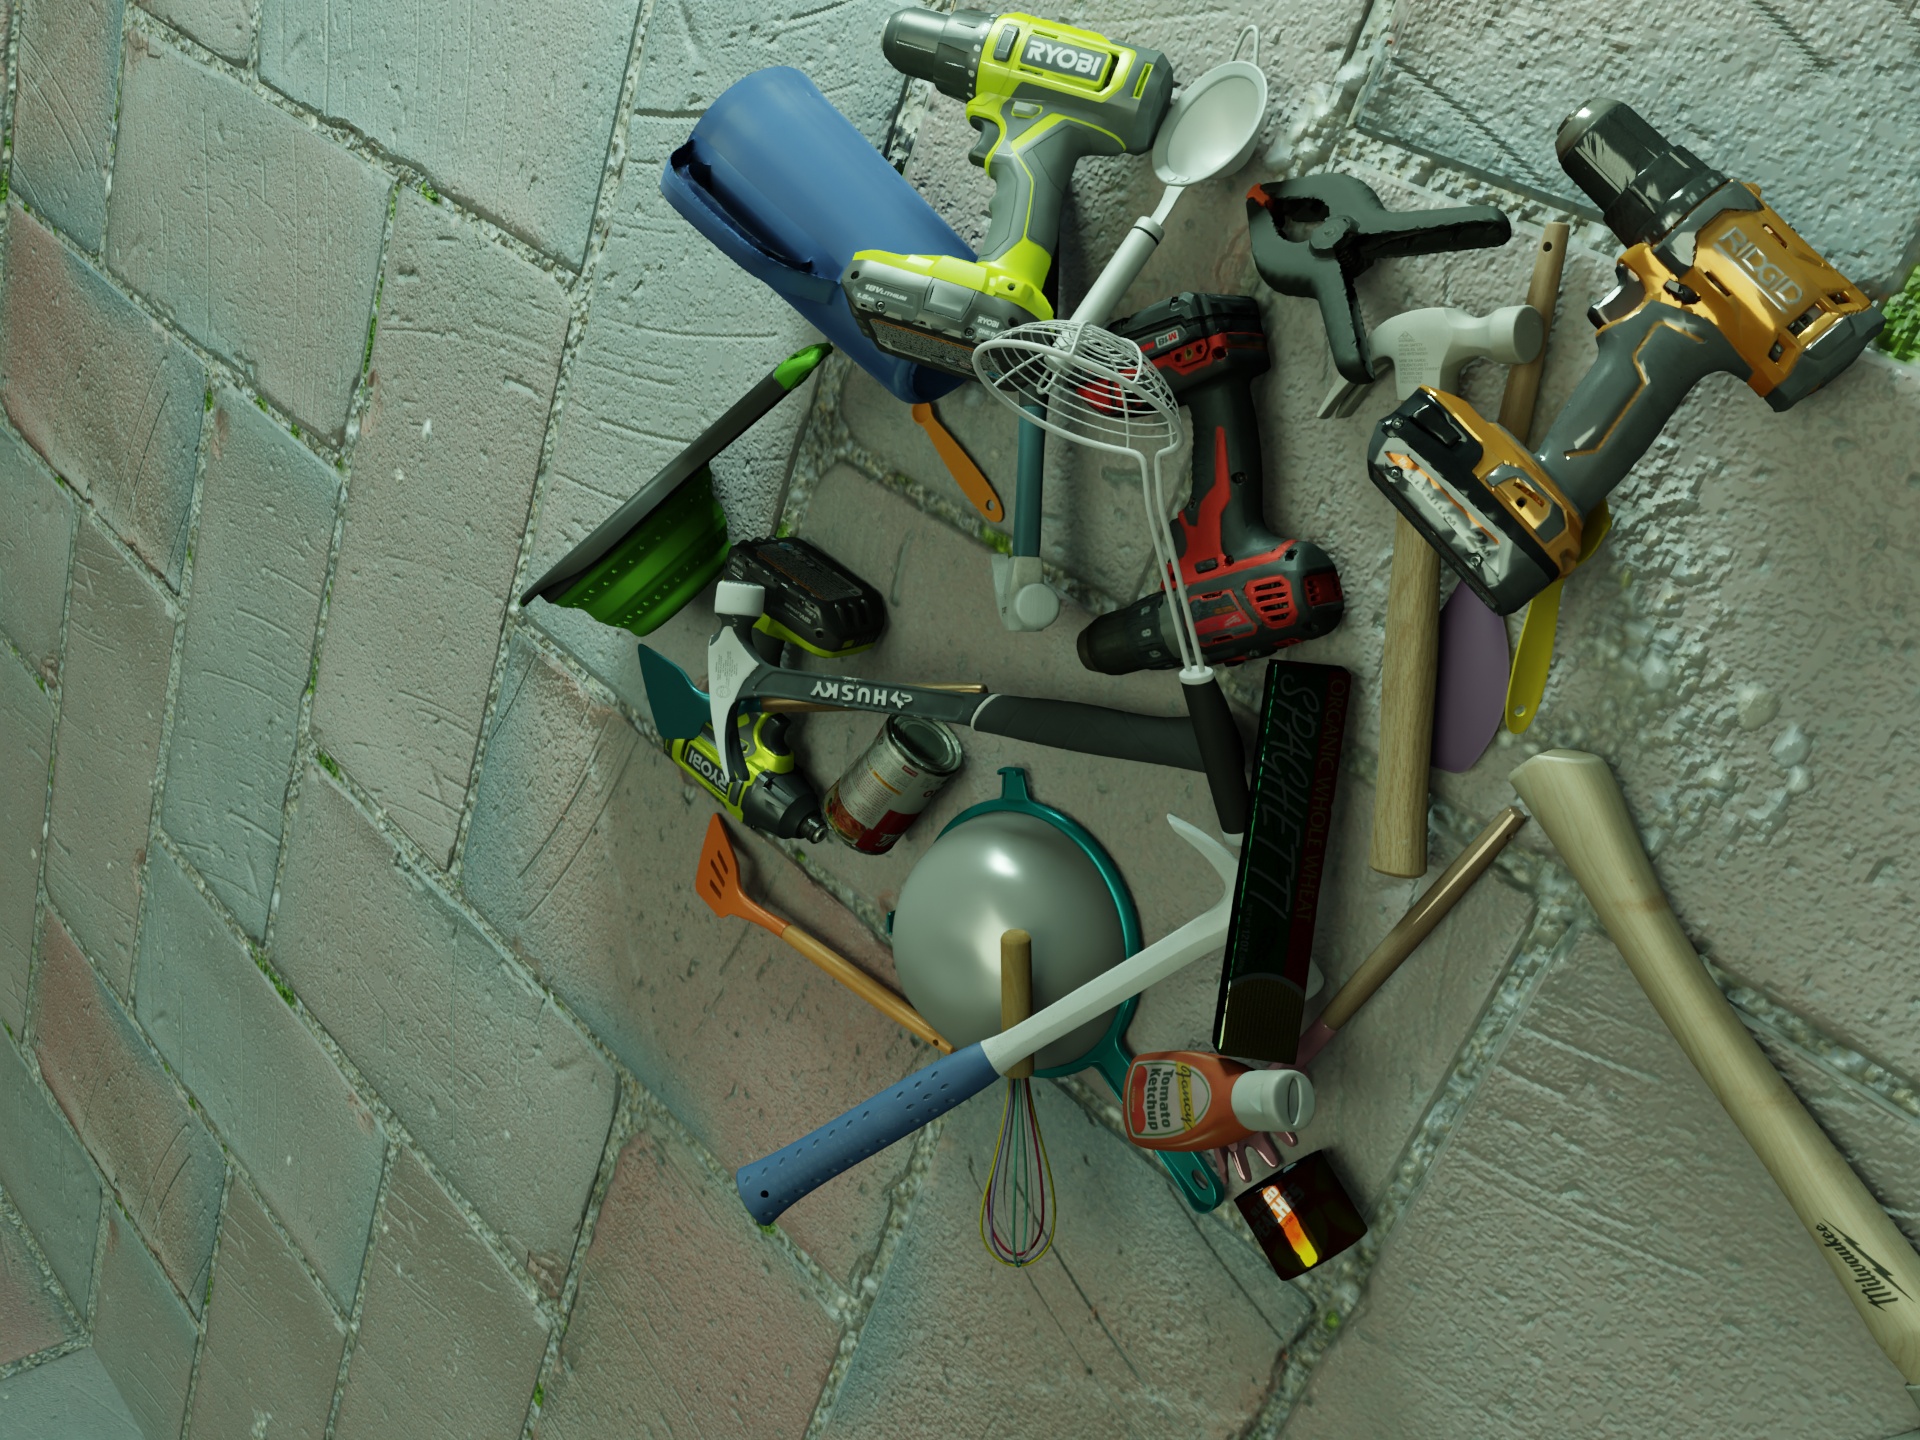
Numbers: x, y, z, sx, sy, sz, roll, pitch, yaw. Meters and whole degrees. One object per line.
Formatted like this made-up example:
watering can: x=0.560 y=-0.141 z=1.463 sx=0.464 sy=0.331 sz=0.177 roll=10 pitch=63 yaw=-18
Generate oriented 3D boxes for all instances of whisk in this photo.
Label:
whisk: x=0.036 y=0.262 z=1.088 sx=0.047 sy=0.051 sz=0.245 roll=3 pitch=101 yaw=25

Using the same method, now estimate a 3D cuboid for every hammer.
hammer: x=0.264 y=-0.071 z=0.934 sx=0.130 sy=0.031 sz=0.331 roll=13 pitch=105 yaw=50
hammer: x=0.050 y=-0.225 z=1.077 sx=0.128 sy=0.033 sz=0.331 roll=-171 pitch=83 yaw=-83
hammer: x=0.026 y=0.212 z=1.046 sx=0.405 sy=0.035 sz=0.144 roll=-32 pitch=91 yaw=8
hammer: x=-0.002 y=-0.004 z=1.114 sx=0.409 sy=0.036 sz=0.149 roll=9 pitch=95 yaw=23
hammer: x=0.416 y=0.200 z=0.856 sx=0.146 sy=0.038 sz=0.411 roll=-42 pitch=69 yaw=38

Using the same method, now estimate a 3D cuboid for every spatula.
spatula: x=-0.121 y=0.186 z=1.328 sx=0.323 sy=0.041 sz=0.081 roll=30 pitch=115 yaw=30
spatula: x=0.308 y=-0.121 z=0.911 sx=0.060 sy=0.018 sz=0.315 roll=22 pitch=111 yaw=41
spatula: x=-0.121 y=-0.021 z=1.209 sx=0.317 sy=0.044 sz=0.082 roll=-1 pitch=110 yaw=25

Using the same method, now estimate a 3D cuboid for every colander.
colander: x=-0.203 y=-0.166 z=1.264 sx=0.397 sy=0.205 sz=0.094 roll=-29 pitch=109 yaw=43

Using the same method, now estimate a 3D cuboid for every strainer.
strainer: x=0.056 y=0.213 z=1.129 sx=0.341 sy=0.095 sz=0.211 roll=53 pitch=126 yaw=24
strainer: x=0.121 y=-0.307 z=0.982 sx=0.258 sy=0.050 sz=0.087 roll=-56 pitch=39 yaw=-2

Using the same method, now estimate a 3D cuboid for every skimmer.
skimmer: x=0.106 y=-0.068 z=0.947 sx=0.127 sy=0.090 sz=0.363 roll=13 pitch=129 yaw=52

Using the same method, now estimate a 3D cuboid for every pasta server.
pasta server: x=0.251 y=0.176 z=0.993 sx=0.316 sy=0.060 sz=0.040 roll=-57 pitch=45 yaw=27

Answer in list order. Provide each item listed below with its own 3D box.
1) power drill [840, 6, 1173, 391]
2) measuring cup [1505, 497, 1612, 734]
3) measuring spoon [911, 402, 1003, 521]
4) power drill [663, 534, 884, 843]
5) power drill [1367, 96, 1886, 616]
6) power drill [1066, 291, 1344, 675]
power drill: x=0.011 y=-0.344 z=1.018 sx=0.190 sy=0.080 sz=0.228 roll=20 pitch=84 yaw=12
measuring cup: x=0.323 y=-0.067 z=0.898 sx=0.029 sy=0.062 sz=0.156 roll=-112 pitch=21 yaw=-61
measuring spoon: x=0.000 y=-0.192 z=1.176 sx=0.021 sy=0.011 sz=0.117 roll=-46 pitch=71 yaw=36
power drill: x=-0.148 y=-0.020 z=1.287 sx=0.171 sy=0.080 sz=0.223 roll=36 pitch=121 yaw=26
power drill: x=0.312 y=-0.187 z=0.808 sx=0.226 sy=0.084 sz=0.185 roll=-41 pitch=79 yaw=11
power drill: x=0.135 y=-0.141 z=1.024 sx=0.188 sy=0.080 sz=0.227 roll=-14 pitch=90 yaw=42
